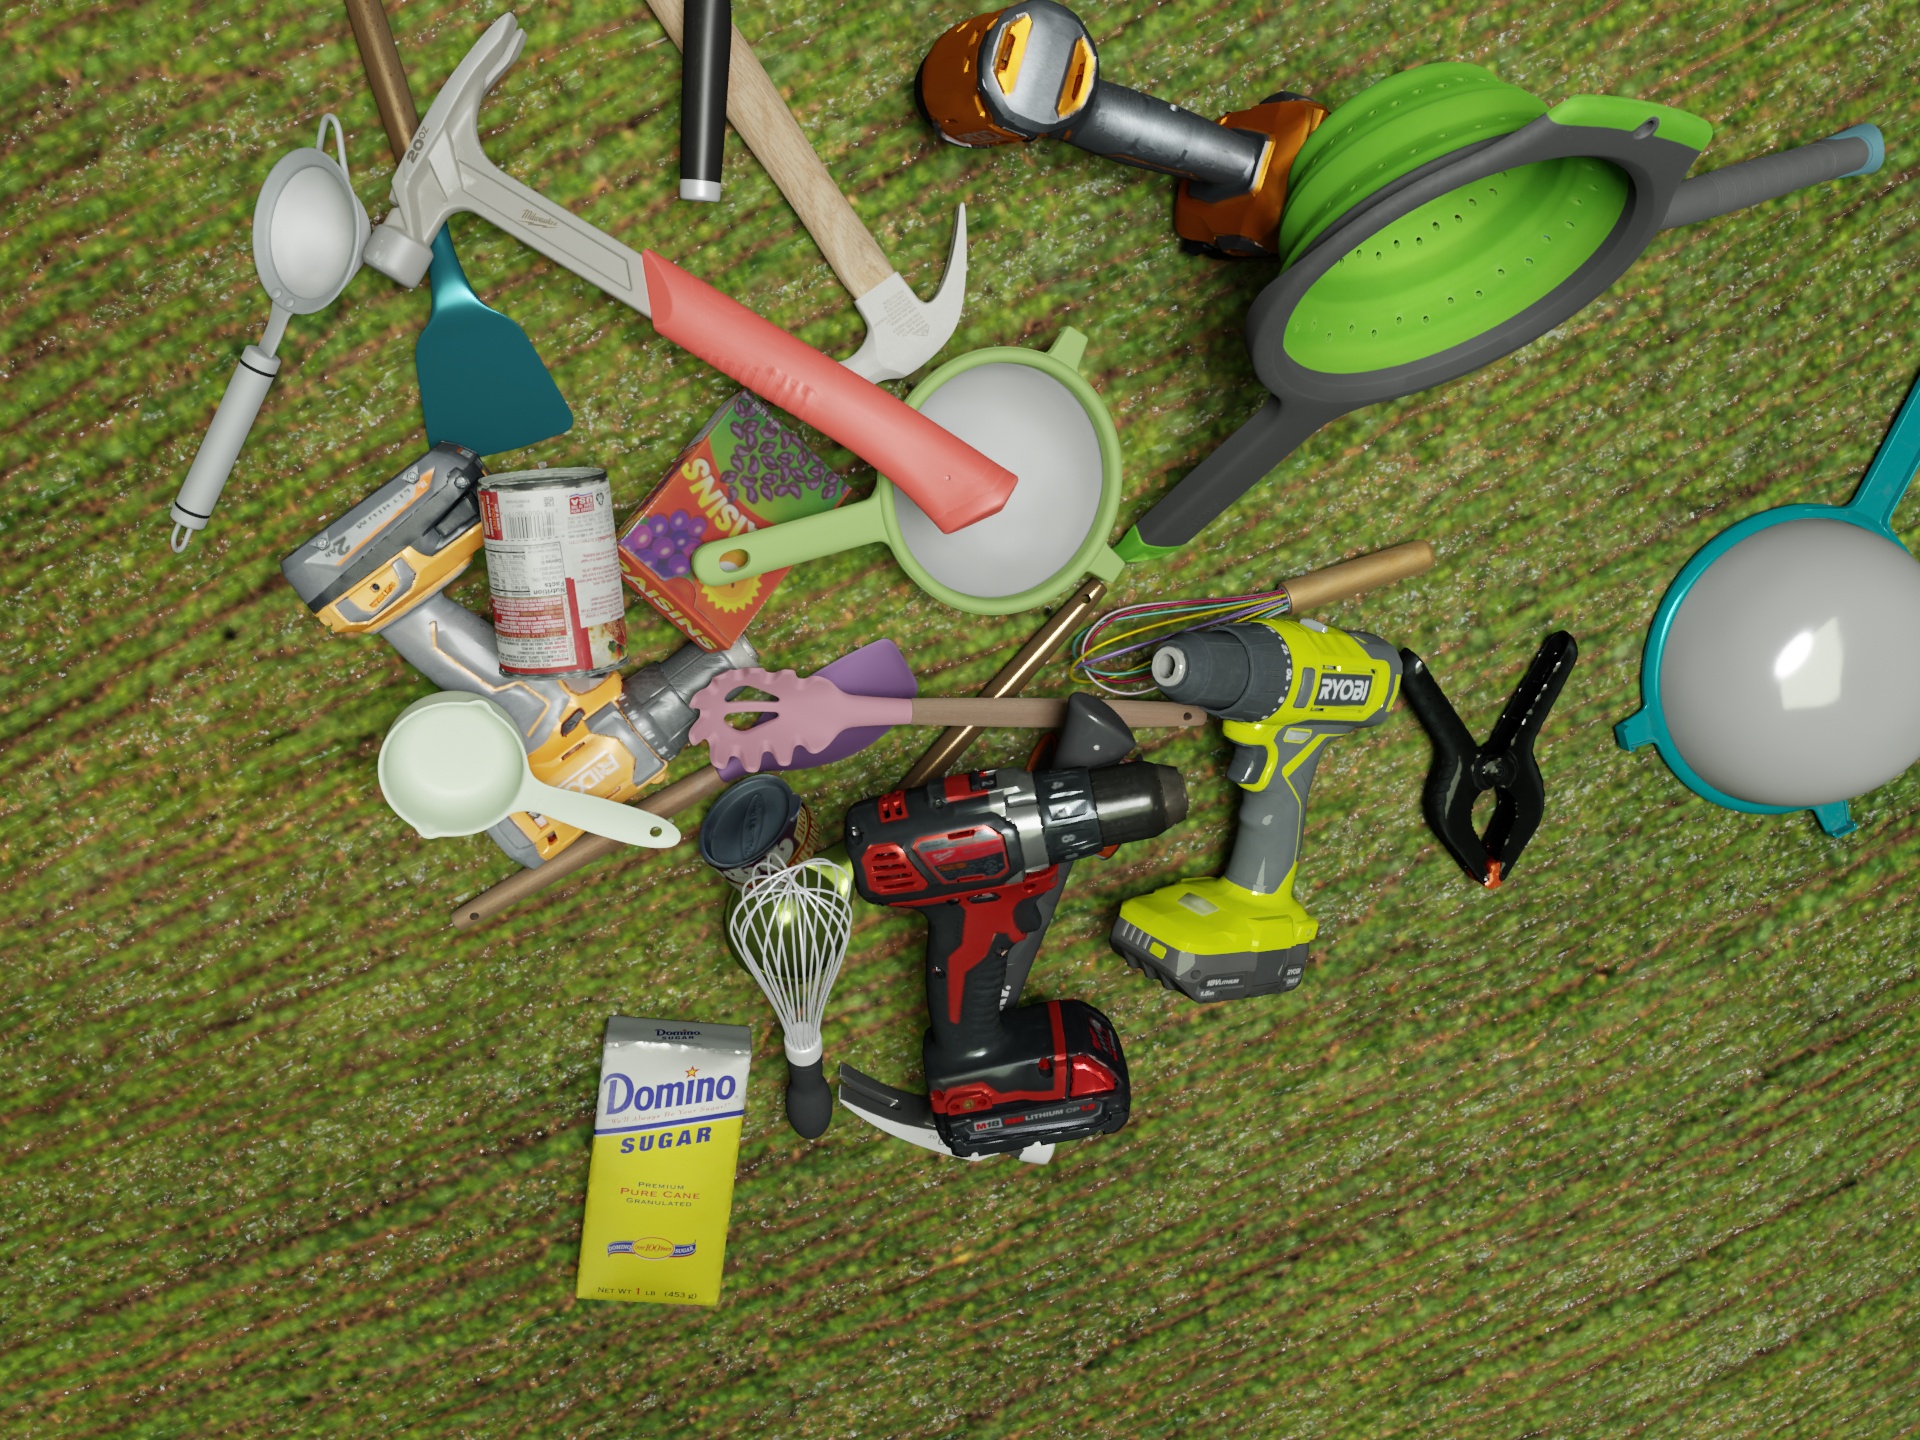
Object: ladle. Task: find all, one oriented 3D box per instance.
[{"bbox_3d":[-0.022,0.033,0.969,0.078,0.062,0.320,43,91,1],"label":"ladle"}]

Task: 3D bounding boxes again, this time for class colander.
[{"bbox_3d":[0.186,-0.212,0.833,0.204,0.397,0.095,-5,69,-33],"label":"colander"}]

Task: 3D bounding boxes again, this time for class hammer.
[{"bbox_3d":[0.405,-0.298,0.935,0.331,0.128,0.033,-19,107,-13],"label":"hammer"},{"bbox_3d":[-0.125,-0.215,0.834,0.359,0.037,0.149,31,91,0],"label":"hammer"},{"bbox_3d":[0.029,0.132,0.966,0.146,0.035,0.334,13,117,-9],"label":"hammer"},{"bbox_3d":[-0.111,-0.339,0.880,0.130,0.031,0.331,-35,105,1],"label":"hammer"}]

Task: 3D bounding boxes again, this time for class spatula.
[{"bbox_3d":[-0.297,-0.303,0.866,0.082,0.044,0.317,-16,100,-4],"label":"spatula"},{"bbox_3d":[-0.168,0.047,0.968,0.316,0.018,0.059,-29,114,-2],"label":"spatula"}]

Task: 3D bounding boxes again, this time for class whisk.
[{"bbox_3d":[0.180,-0.068,0.988,0.245,0.051,0.047,-18,126,-8],"label":"whisk"},{"bbox_3d":[-0.094,0.172,0.928,0.070,0.070,0.284,-6,138,-7],"label":"whisk"}]

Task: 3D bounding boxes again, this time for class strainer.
[{"bbox_3d":[-0.034,-0.125,0.907,0.256,0.069,0.151,-18,111,-16],"label":"strainer"},{"bbox_3d":[0.584,-0.087,1.011,0.211,0.095,0.340,21,100,-13],"label":"strainer"},{"bbox_3d":[-0.377,-0.203,0.867,0.087,0.050,0.258,37,104,23],"label":"strainer"}]

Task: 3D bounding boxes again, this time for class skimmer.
[{"bbox_3d":[-0.140,-0.450,0.788,0.127,0.090,0.363,11,106,23],"label":"skimmer"}]

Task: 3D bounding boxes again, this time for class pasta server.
[{"bbox_3d":[-0.001,-0.003,0.937,0.316,0.040,0.060,1,104,-14],"label":"pasta server"}]

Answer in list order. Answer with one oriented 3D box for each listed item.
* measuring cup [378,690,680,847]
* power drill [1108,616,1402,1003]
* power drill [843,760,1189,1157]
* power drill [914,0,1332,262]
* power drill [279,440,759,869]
[{"bbox_3d":[-0.234,0.035,0.876,0.167,0.038,0.083,21,102,-24],"label":"measuring cup"},{"bbox_3d":[0.167,0.048,0.957,0.190,0.080,0.228,1,107,-41],"label":"power drill"},{"bbox_3d":[0.046,0.127,0.904,0.188,0.080,0.226,-11,115,2],"label":"power drill"},{"bbox_3d":[0.086,-0.318,0.864,0.226,0.164,0.084,12,101,-24],"label":"power drill"},{"bbox_3d":[-0.242,-0.050,0.905,0.185,0.084,0.226,-37,109,-1],"label":"power drill"}]
